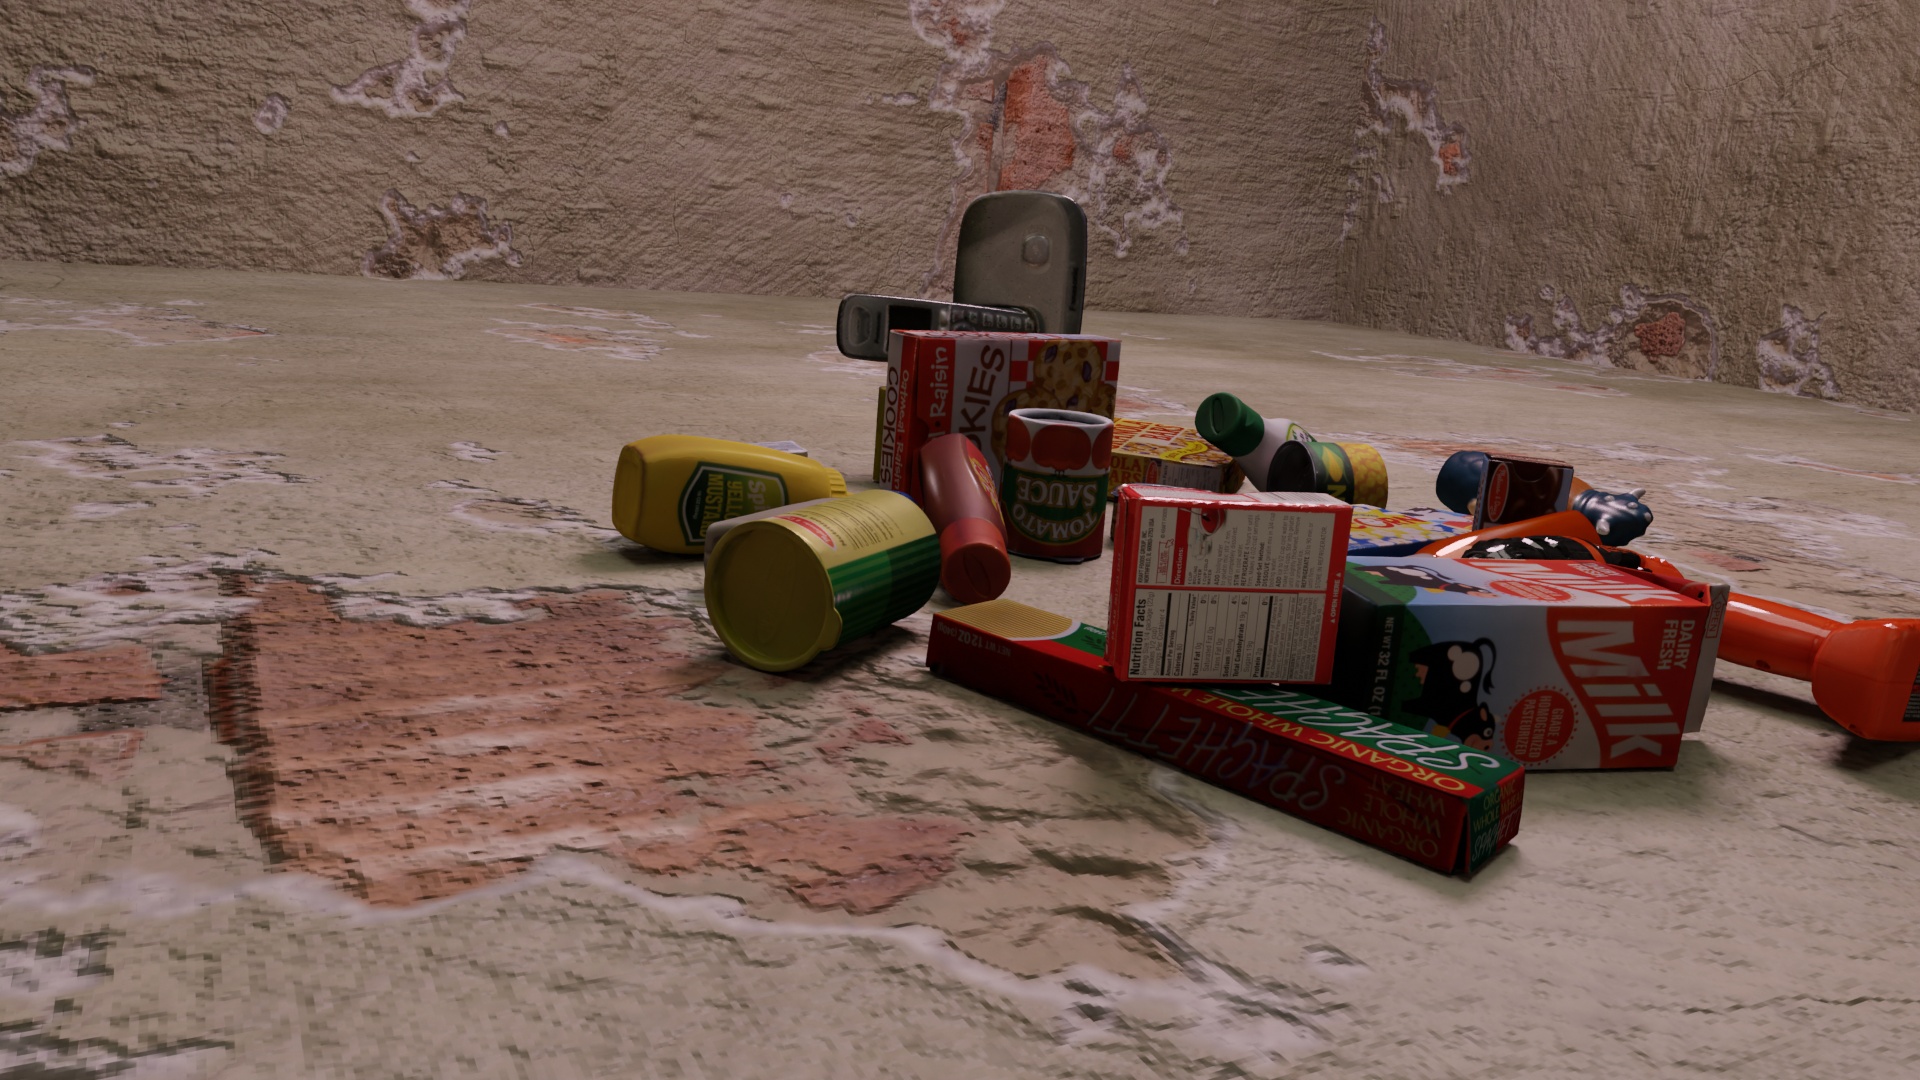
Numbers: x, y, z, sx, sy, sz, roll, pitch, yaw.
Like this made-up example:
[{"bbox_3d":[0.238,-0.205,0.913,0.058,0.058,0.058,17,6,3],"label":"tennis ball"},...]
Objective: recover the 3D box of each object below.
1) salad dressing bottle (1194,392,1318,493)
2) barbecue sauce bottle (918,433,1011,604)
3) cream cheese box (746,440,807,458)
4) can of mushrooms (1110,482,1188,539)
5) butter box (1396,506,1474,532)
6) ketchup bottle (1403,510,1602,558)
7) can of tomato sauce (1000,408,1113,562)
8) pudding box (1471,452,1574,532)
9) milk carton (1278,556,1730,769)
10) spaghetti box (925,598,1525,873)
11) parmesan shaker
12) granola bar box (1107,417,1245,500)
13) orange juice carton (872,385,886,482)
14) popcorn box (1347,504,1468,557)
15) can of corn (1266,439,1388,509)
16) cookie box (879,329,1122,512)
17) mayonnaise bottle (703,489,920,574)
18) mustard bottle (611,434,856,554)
[{"bbox_3d":[0.223,-0.066,1.013,0.044,0.064,0.147,-15,-25,36],"label":"salad dressing bottle"},{"bbox_3d":[0.003,-0.010,0.786,0.043,0.064,0.149,-23,22,5],"label":"barbecue sauce bottle"},{"bbox_3d":[-0.143,-0.030,0.827,0.104,0.053,0.024,-4,18,-33],"label":"cream cheese box"},{"bbox_3d":[0.129,-0.015,0.902,0.071,0.033,0.071,5,14,-1],"label":"can of mushrooms"},{"bbox_3d":[0.348,0.000,0.937,0.103,0.024,0.053,15,17,38],"label":"butter box"},{"bbox_3d":[0.284,0.019,0.769,0.149,0.064,0.043,-10,62,-29],"label":"ketchup bottle"},{"bbox_3d":[0.058,-0.035,0.854,0.071,0.083,0.071,4,13,-1],"label":"can of tomato sauce"},{"bbox_3d":[0.340,-0.010,0.846,0.050,0.083,0.030,7,13,12],"label":"pudding box"},{"bbox_3d":[0.239,0.050,0.587,0.191,0.072,0.073,2,14,-14],"label":"milk carton"},{"bbox_3d":[0.093,0.069,0.551,0.250,0.028,0.050,16,18,40],"label":"spaghetti box"},{"bbox_3d":[-0.058,0.017,0.637,0.071,0.071,0.103,11,14,25],"label":"parmesan shaker"},{"bbox_3d":[0.156,-0.061,1.091,0.124,0.039,0.166,10,14,16],"label":"granola bar box"},{"bbox_3d":[0.027,-0.082,1.063,0.073,0.071,0.193,17,18,40],"label":"orange juice carton"},{"bbox_3d":[0.233,0.008,0.831,0.127,0.038,0.085,-5,16,-36],"label":"popcorn box"},{"bbox_3d":[0.254,-0.034,0.961,0.058,0.071,0.071,1,14,-17],"label":"can of corn"},{"bbox_3d":[0.028,-0.077,0.933,0.168,0.122,0.040,-4,15,-33],"label":"cookie box"},{"bbox_3d":[-0.072,0.000,0.757,0.065,0.041,0.148,11,14,27],"label":"mayonnaise bottle"},{"bbox_3d":[-0.116,-0.025,0.799,0.160,0.065,0.049,0,17,-34],"label":"mustard bottle"}]
